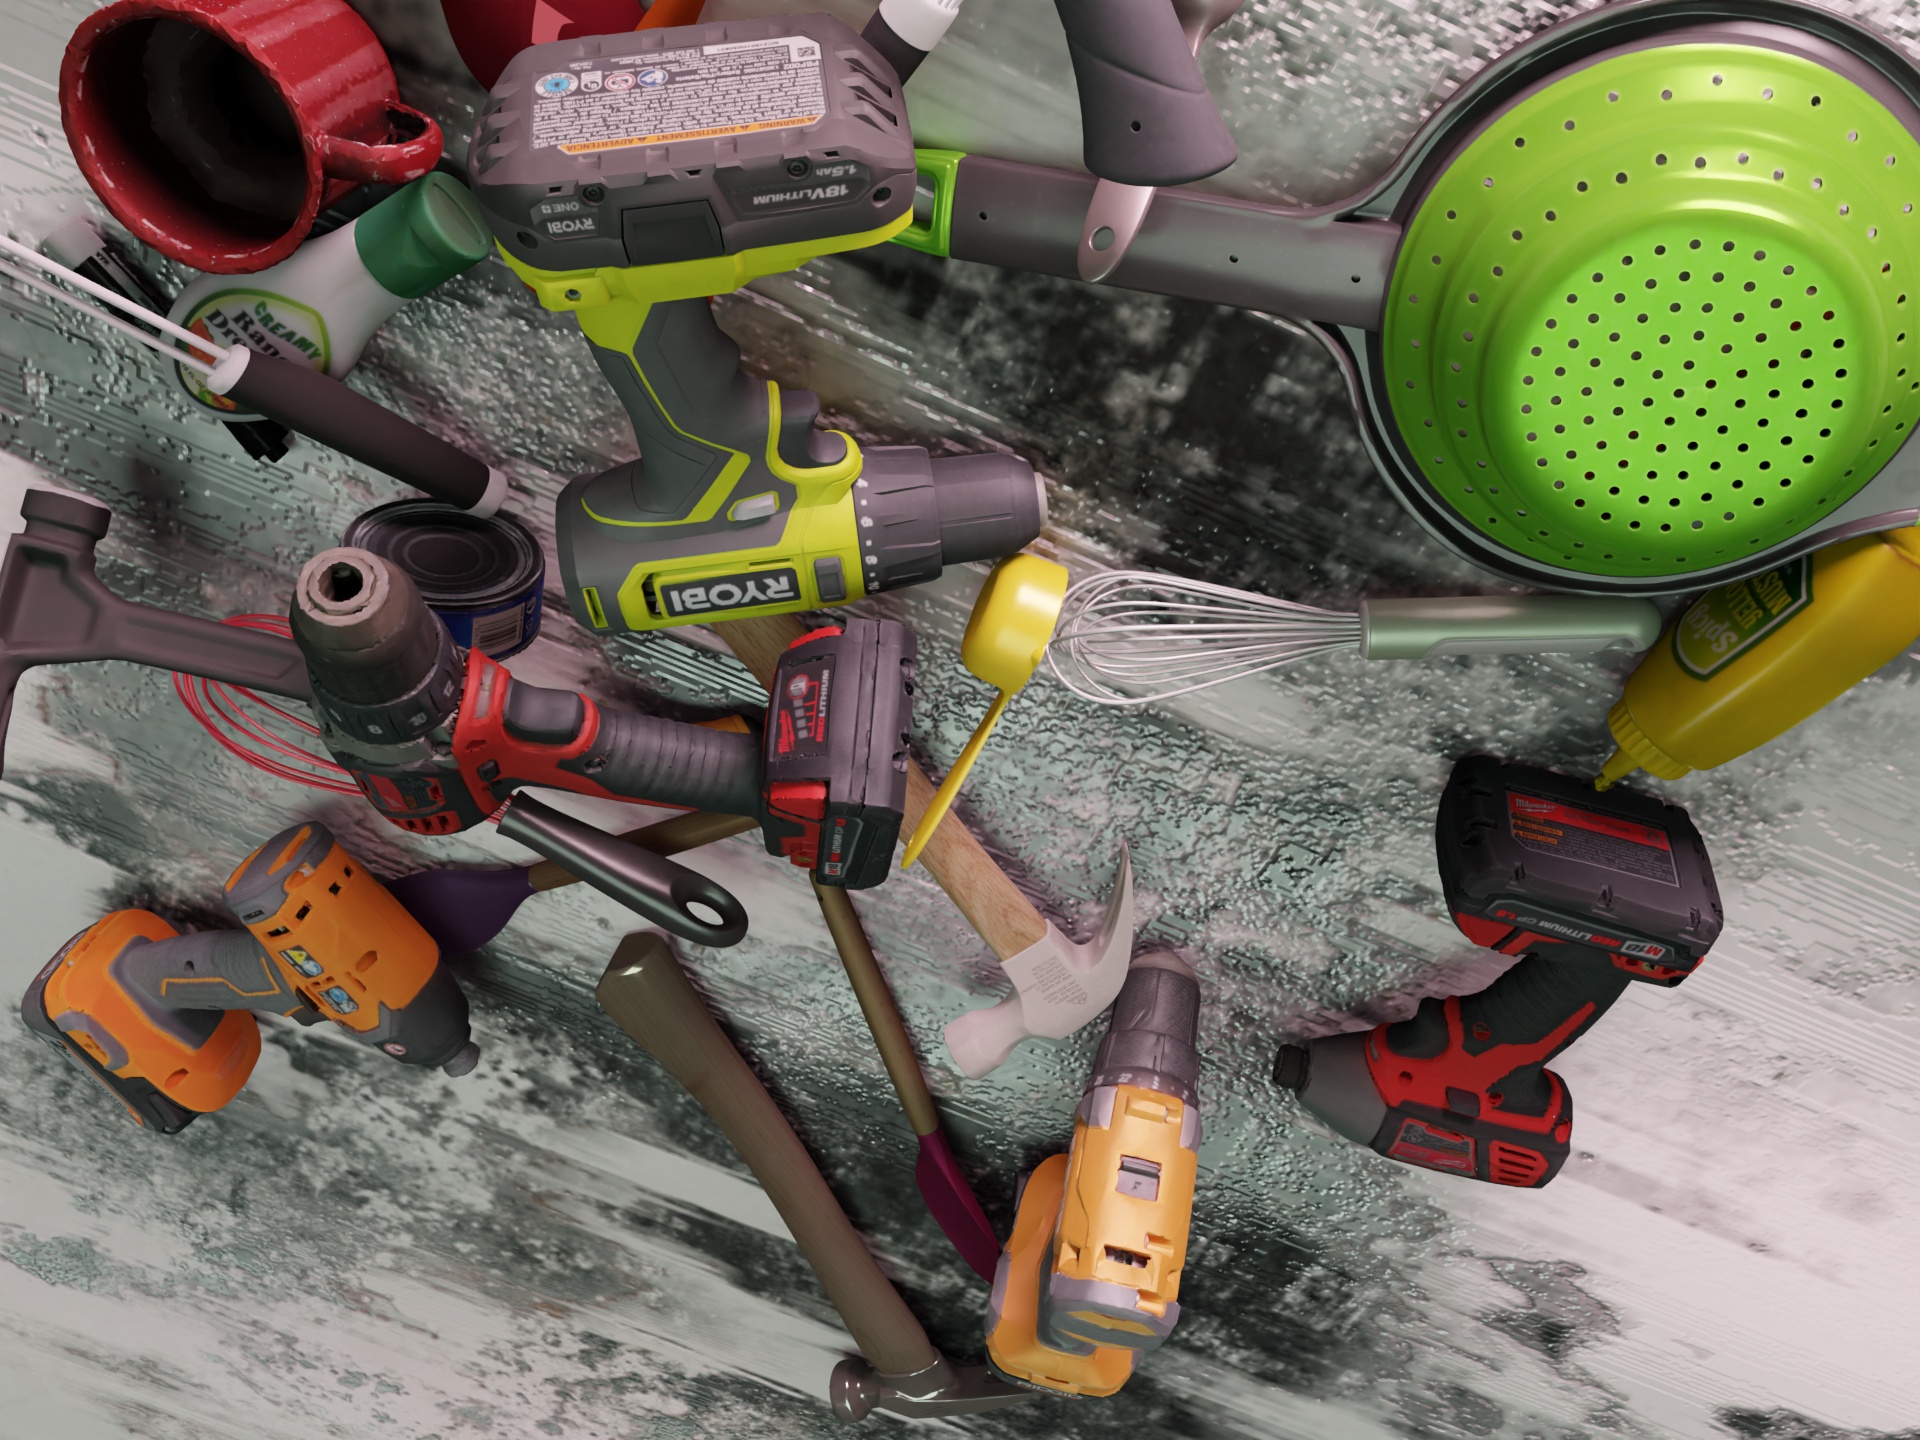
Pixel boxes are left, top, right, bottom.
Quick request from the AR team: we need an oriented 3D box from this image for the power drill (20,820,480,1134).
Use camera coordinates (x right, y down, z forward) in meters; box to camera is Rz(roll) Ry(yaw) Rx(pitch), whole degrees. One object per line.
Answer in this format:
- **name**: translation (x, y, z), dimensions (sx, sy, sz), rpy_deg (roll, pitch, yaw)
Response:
- **power drill**: translation (-0.378, 0.154, 0.868), dimensions (0.226, 0.084, 0.164), rpy_deg (-20, 120, 25)

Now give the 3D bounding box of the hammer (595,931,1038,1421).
- **hammer**: translation (-0.085, 0.279, 0.933), dimensions (0.146, 0.038, 0.410), rpy_deg (-15, 121, 19)

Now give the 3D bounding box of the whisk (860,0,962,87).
- **whisk**: translation (0.006, -0.255, 0.512), dimensions (0.070, 0.070, 0.284), rpy_deg (36, 128, -15)

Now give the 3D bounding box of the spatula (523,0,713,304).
- **spatula**: translation (-0.064, -0.279, 0.515), dimensions (0.081, 0.041, 0.322), rpy_deg (-4, 138, -43)

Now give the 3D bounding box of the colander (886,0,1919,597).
- **colander**: translation (0.145, -0.135, 0.519), dimensions (0.397, 0.094, 0.204), rpy_deg (13, 121, 11)

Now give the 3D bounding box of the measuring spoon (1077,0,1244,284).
- **measuring spoon**: translation (0.061, -0.202, 0.516), dimensions (0.034, 0.018, 0.124), rpy_deg (19, 88, 29)

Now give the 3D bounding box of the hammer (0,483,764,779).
- **hammer**: translation (-0.249, -0.003, 0.707), dimensions (0.336, 0.034, 0.127), rpy_deg (13, 83, -13)

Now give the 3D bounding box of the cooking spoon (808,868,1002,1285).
- **cooking spoon**: translation (-0.025, 0.204, 0.870), dimensions (0.069, 0.017, 0.318), rpy_deg (20, 138, 48)

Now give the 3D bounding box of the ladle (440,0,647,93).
- **ladle**: translation (-0.220, -0.326, 0.526), dimensions (0.069, 0.031, 0.315), rpy_deg (-30, 114, 28)

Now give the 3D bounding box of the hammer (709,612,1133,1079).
- **hammer**: translation (-0.035, 0.021, 0.725), dimensions (0.130, 0.031, 0.331), rpy_deg (-34, 110, 13)

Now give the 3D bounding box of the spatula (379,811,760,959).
- **spatula**: translation (-0.197, 0.077, 0.819), dimensions (0.316, 0.018, 0.059), rpy_deg (-18, 121, 24)

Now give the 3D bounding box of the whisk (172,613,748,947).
- **whisk**: translation (-0.233, 0.033, 0.759), dimensions (0.295, 0.073, 0.073), rpy_deg (29, 126, -8)

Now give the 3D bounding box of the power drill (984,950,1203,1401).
- **power drill**: translation (0.074, 0.238, 0.811), dimensions (0.084, 0.185, 0.226), rpy_deg (13, 146, 2)

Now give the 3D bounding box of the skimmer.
- **skimmer**: translation (-0.317, -0.128, 0.552), dimensions (0.127, 0.090, 0.363), rpy_deg (-24, 147, 33)

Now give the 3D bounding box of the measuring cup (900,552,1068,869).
- **measuring cup**: translation (-0.001, -0.002, 0.677), dimensions (0.029, 0.062, 0.156), rpy_deg (24, 113, -10)

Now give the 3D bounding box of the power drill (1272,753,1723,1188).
- **power drill**: translation (0.239, 0.127, 0.735), dimensions (0.143, 0.079, 0.219), rpy_deg (14, 130, 1)

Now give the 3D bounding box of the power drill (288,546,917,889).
- **power drill**: translation (-0.133, -0.002, 0.608), dimensions (0.226, 0.080, 0.187), rpy_deg (6, 157, -5)

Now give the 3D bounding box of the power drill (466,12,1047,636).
- **power drill**: translation (-0.064, -0.123, 0.570), dimensions (0.190, 0.080, 0.228), rpy_deg (-8, 144, -2)

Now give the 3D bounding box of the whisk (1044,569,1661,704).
- **whisk**: translation (0.157, -0.036, 0.649), dimensions (0.246, 0.059, 0.057), rpy_deg (-1, 164, 7)

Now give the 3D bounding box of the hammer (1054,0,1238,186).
- **hammer**: translation (-0.015, -0.336, 0.413), dimensions (0.149, 0.036, 0.408), rpy_deg (-13, 114, 35)
